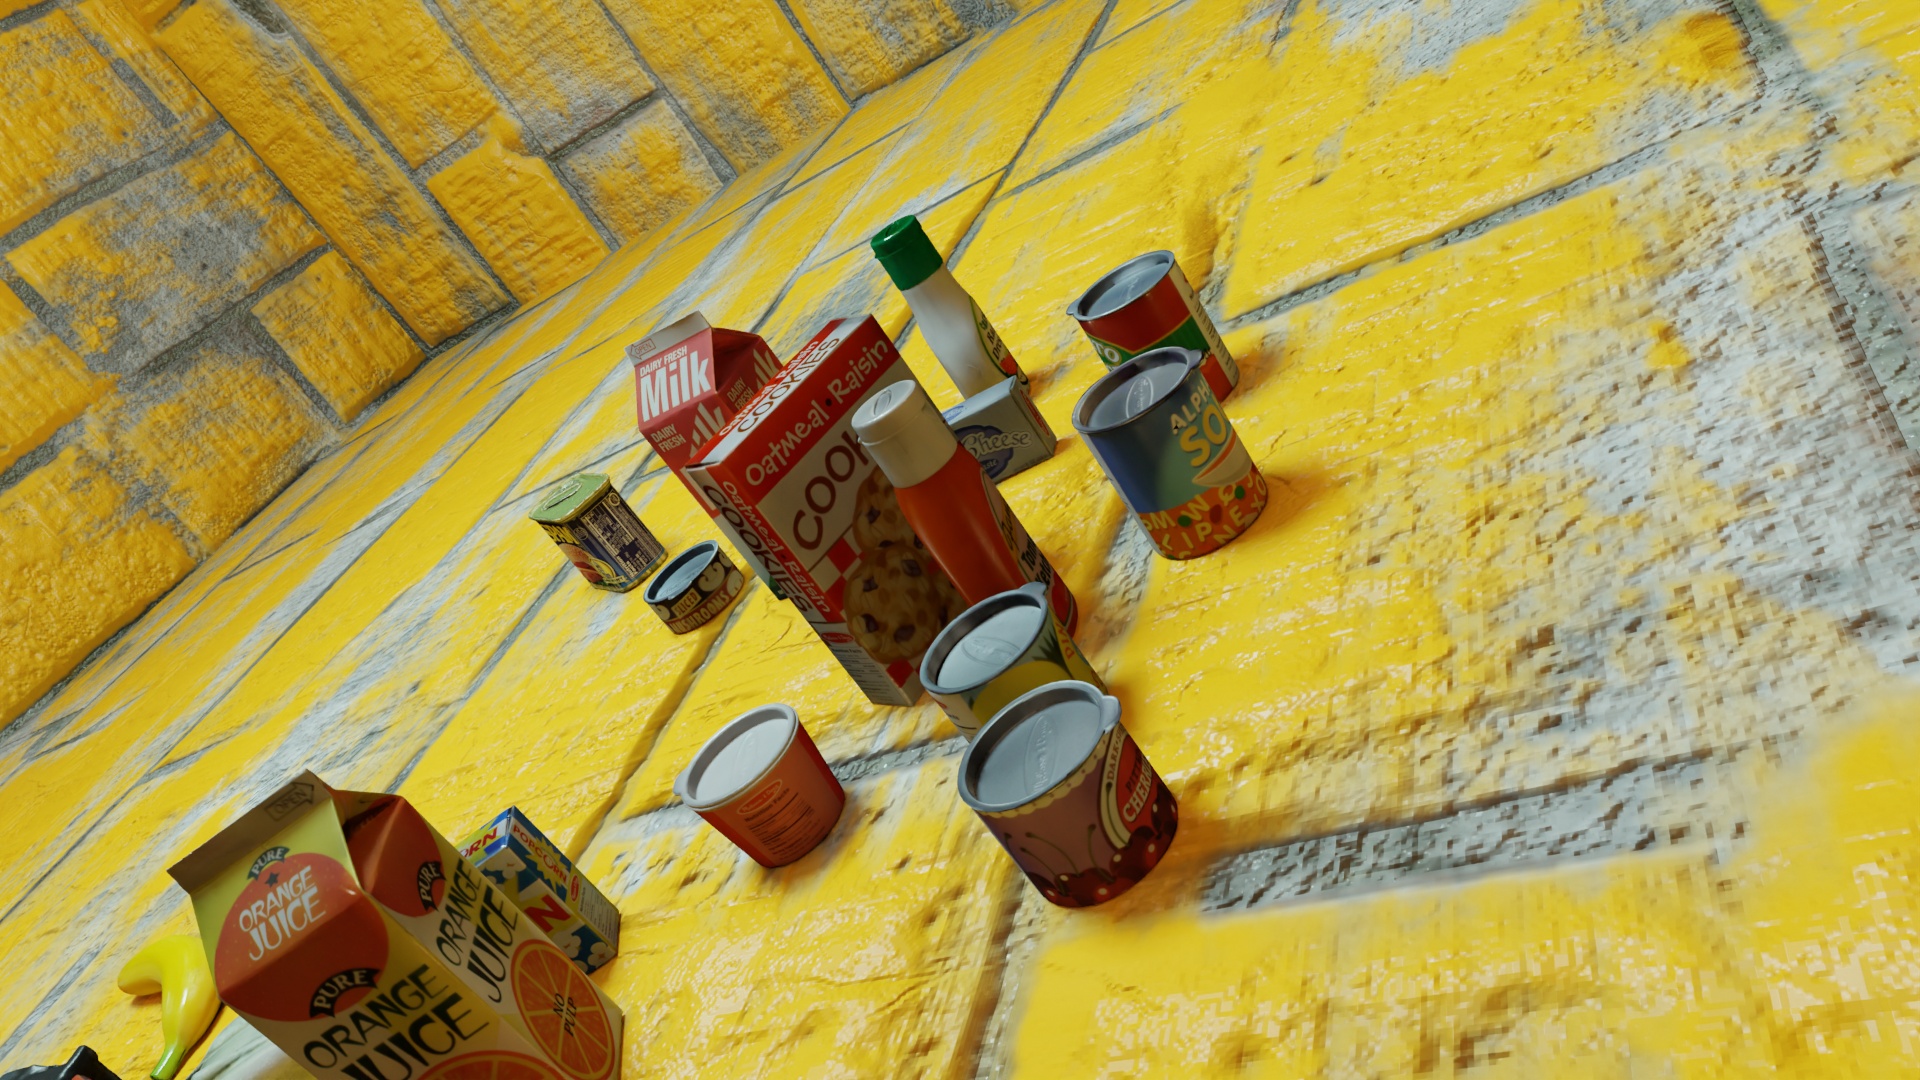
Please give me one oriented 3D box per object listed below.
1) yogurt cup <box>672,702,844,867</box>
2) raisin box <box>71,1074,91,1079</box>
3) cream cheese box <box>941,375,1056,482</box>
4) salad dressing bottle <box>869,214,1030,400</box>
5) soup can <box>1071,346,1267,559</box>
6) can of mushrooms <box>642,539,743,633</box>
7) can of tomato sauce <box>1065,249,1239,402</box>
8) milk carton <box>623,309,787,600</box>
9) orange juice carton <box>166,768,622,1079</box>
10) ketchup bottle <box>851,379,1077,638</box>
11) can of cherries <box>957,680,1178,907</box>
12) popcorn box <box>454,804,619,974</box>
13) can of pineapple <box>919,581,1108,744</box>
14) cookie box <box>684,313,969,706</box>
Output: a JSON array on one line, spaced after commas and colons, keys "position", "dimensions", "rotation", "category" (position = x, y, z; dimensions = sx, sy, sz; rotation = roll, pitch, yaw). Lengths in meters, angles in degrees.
[{"position": [-0.093, 0.121, 0.675], "dimensions": [0.072, 0.053, 0.073], "rotation": [-29, 24, 15], "category": "yogurt cup"}, {"position": [-0.368, 0.307, 0.605], "dimensions": [0.040, 0.123, 0.086], "rotation": [-8, 35, 47], "category": "raisin box"}, {"position": [0.004, -0.058, 0.881], "dimensions": [0.103, 0.053, 0.024], "rotation": [-25, 26, 23], "category": "cream cheese box"}, {"position": [-0.007, -0.153, 0.956], "dimensions": [0.044, 0.147, 0.064], "rotation": [-28, 25, 18], "category": "salad dressing bottle"}, {"position": [0.106, -0.043, 0.681], "dimensions": [0.071, 0.083, 0.072], "rotation": [-29, 24, 15], "category": "soup can"}, {"position": [-0.190, 0.034, 0.991], "dimensions": [0.071, 0.033, 0.071], "rotation": [-29, 24, 15], "category": "can of mushrooms"}, {"position": [0.112, -0.114, 0.806], "dimensions": [0.071, 0.083, 0.071], "rotation": [-29, 24, 15], "category": "can of tomato sauce"}, {"position": [-0.136, -0.061, 0.900], "dimensions": [0.072, 0.190, 0.074], "rotation": [-20, 28, 32], "category": "milk carton"}, {"position": [-0.229, 0.179, 0.573], "dimensions": [0.072, 0.192, 0.073], "rotation": [-34, 23, 3], "category": "orange juice carton"}, {"position": [0.002, -0.008, 0.672], "dimensions": [0.043, 0.148, 0.065], "rotation": [-29, 24, 16], "category": "ketchup bottle"}, {"position": [0.044, 0.097, 0.533], "dimensions": [0.071, 0.058, 0.072], "rotation": [-29, 24, 15], "category": "can of cherries"}, {"position": [-0.246, 0.203, 0.685], "dimensions": [0.127, 0.085, 0.038], "rotation": [-35, 23, 1], "category": "popcorn box"}, {"position": [0.026, 0.063, 0.620], "dimensions": [0.071, 0.057, 0.071], "rotation": [-29, 24, 15], "category": "can of pineapple"}, {"position": [-0.048, -0.016, 0.729], "dimensions": [0.040, 0.167, 0.123], "rotation": [-5, 38, 50], "category": "cookie box"}]
